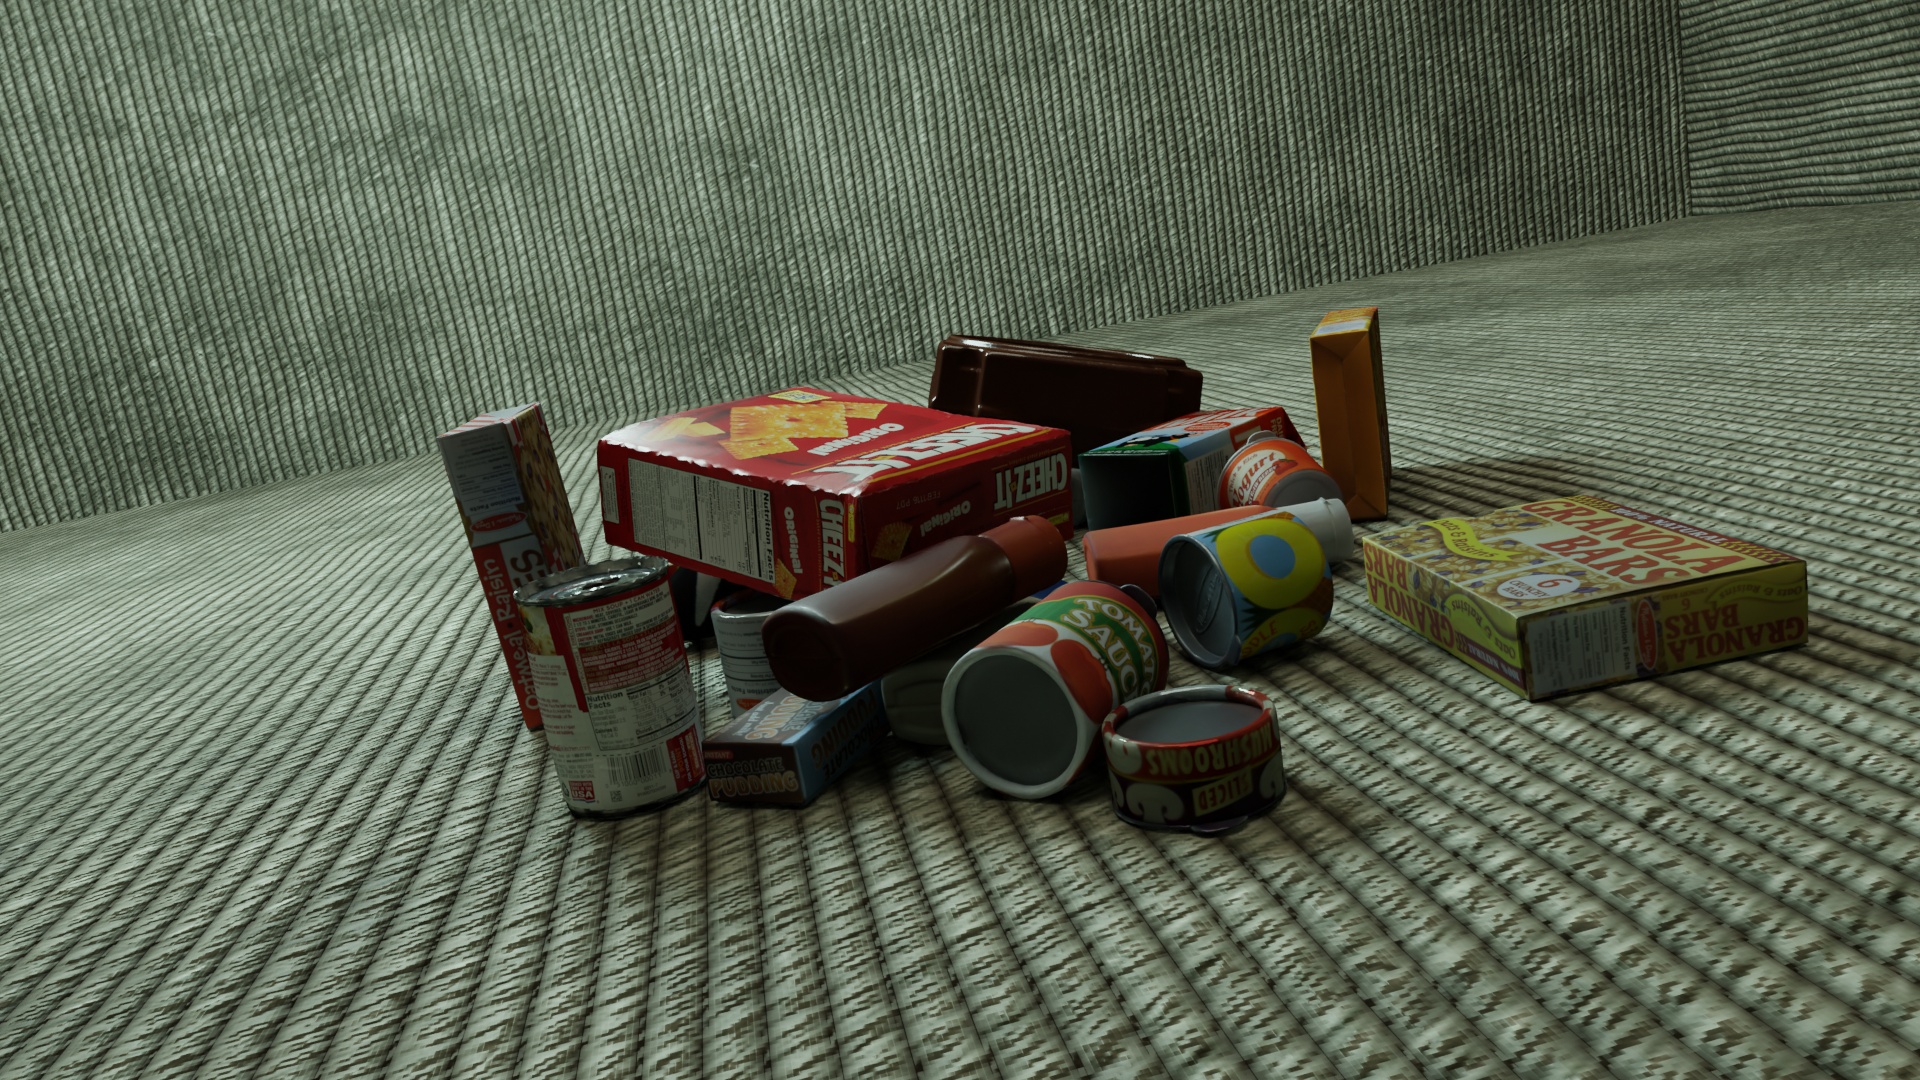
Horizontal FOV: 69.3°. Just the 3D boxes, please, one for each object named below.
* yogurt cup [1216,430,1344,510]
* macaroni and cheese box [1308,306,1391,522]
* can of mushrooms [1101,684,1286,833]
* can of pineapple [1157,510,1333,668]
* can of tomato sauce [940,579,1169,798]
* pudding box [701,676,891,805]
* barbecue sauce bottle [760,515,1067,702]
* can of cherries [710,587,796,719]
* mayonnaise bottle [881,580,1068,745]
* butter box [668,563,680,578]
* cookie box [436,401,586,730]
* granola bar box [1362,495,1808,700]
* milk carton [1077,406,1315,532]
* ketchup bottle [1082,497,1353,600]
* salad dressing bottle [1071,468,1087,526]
[{"bbox_3d":[0.198,-0.025,0.850,0.072,0.072,0.054,-12,20,-9],"label":"yogurt cup"},{"bbox_3d":[0.270,-0.091,0.954,0.040,0.123,0.167,-5,12,19],"label":"macaroni and cheese box"},{"bbox_3d":[0.088,0.080,0.520,0.071,0.033,0.071,-9,11,2],"label":"can of mushrooms"},{"bbox_3d":[0.137,0.024,0.669,0.058,0.071,0.071,-14,12,-21],"label":"can of pineapple"},{"bbox_3d":[0.042,0.059,0.573,0.071,0.071,0.083,-3,14,32],"label":"can of tomato sauce"},{"bbox_3d":[-0.071,0.088,0.621,0.049,0.030,0.084,-3,14,26],"label":"pudding box"},{"bbox_3d":[-0.014,0.026,0.629,0.149,0.043,0.065,-23,11,-39],"label":"barbecue sauce bottle"},{"bbox_3d":[-0.091,0.055,0.721,0.071,0.058,0.071,-10,12,2],"label":"can of cherries"},{"bbox_3d":[0.021,0.055,0.678,0.064,0.041,0.149,-7,11,27],"label":"mayonnaise bottle"},{"bbox_3d":[-0.152,0.025,0.925,0.104,0.053,0.024,-20,18,-37],"label":"butter box"},{"bbox_3d":[-0.244,0.010,0.797,0.040,0.167,0.123,-14,12,-6],"label":"cookie box"},{"bbox_3d":[0.275,0.019,0.637,0.124,0.039,0.166,-11,12,-4],"label":"granola bar box"},{"bbox_3d":[0.166,-0.045,0.941,0.072,0.073,0.191,1,16,42],"label":"milk carton"},{"bbox_3d":[0.147,0.005,0.797,0.149,0.043,0.065,-10,13,0],"label":"ketchup bottle"},{"bbox_3d":[0.079,-0.044,1.085,0.064,0.044,0.148,-3,11,6],"label":"salad dressing bottle"}]
